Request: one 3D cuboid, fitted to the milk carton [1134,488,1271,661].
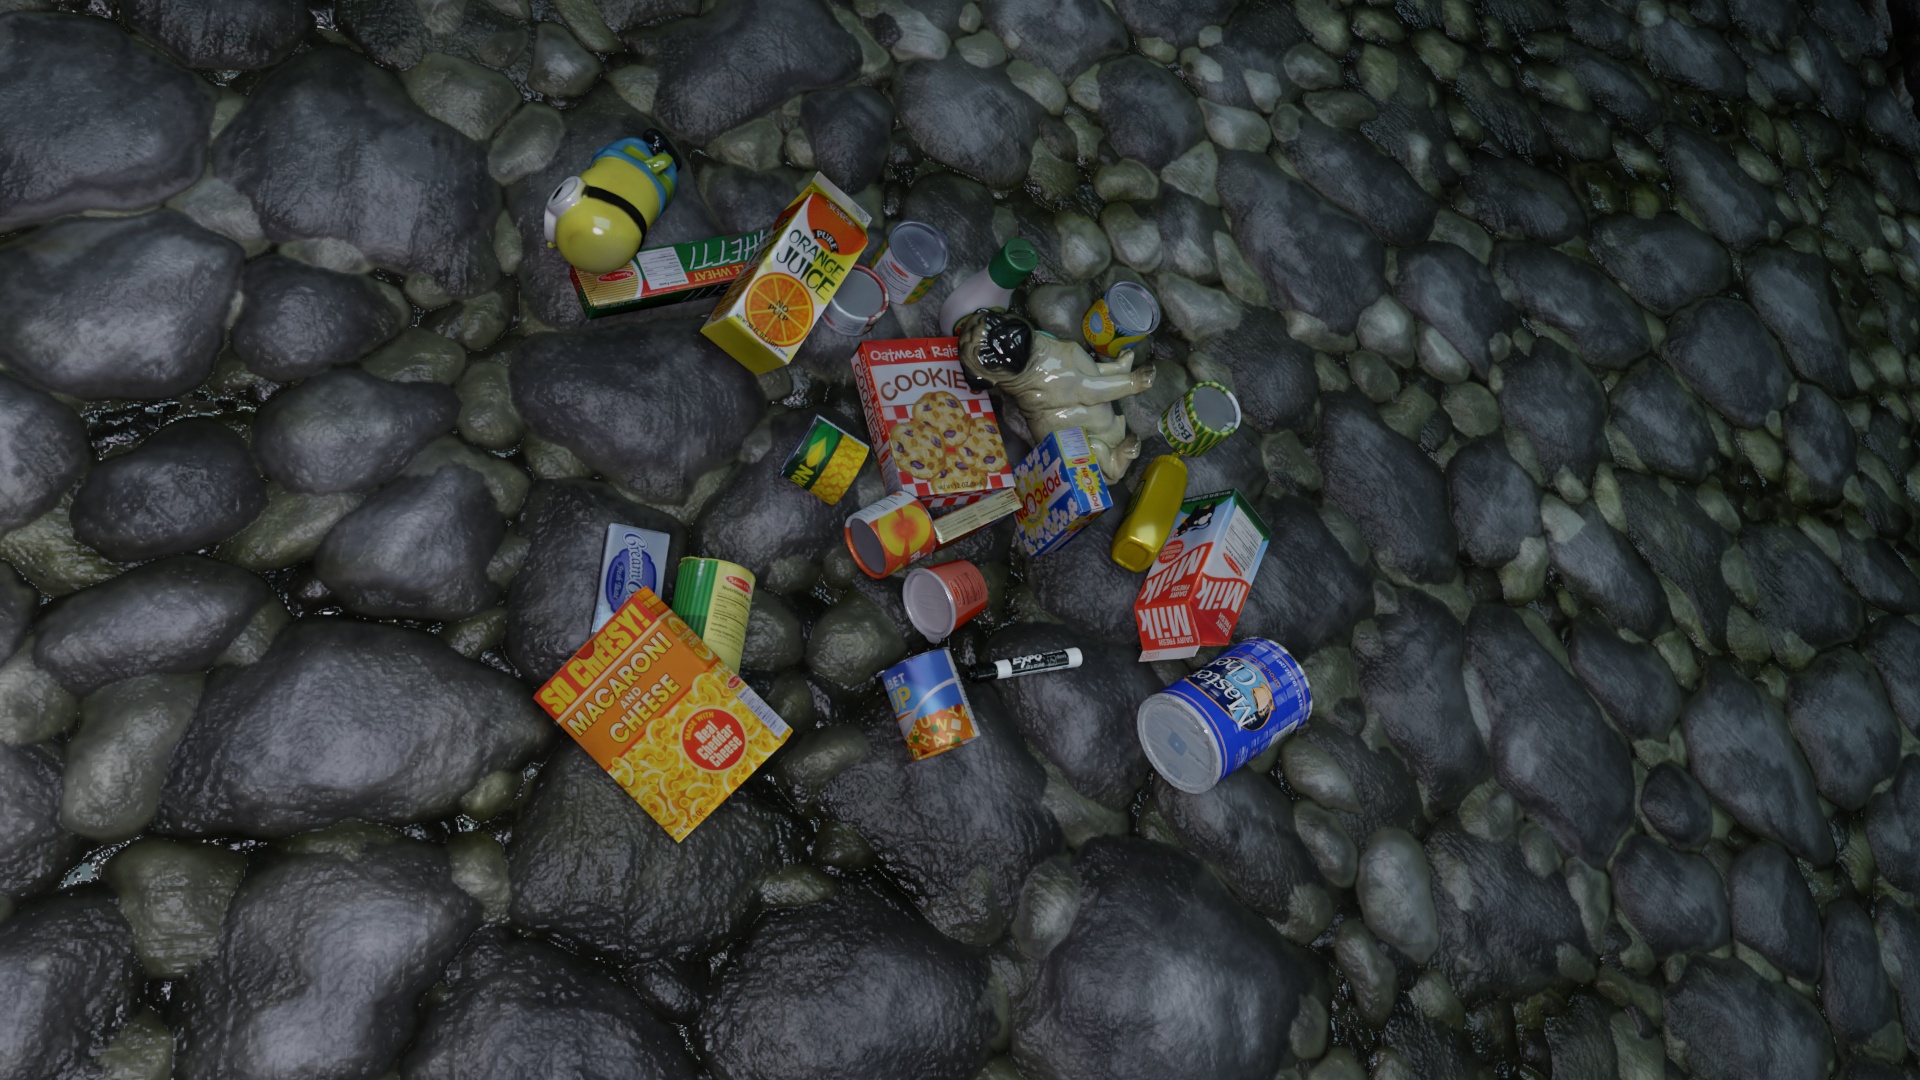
[{"bbox_3d":[0.238,0.044,1.393,0.073,0.072,0.191,47,53,-26],"label":"milk carton"}]

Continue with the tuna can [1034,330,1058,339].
[{"bbox_3d":[0.079,-0.184,1.448,0.071,0.032,0.071,10,65,-23],"label":"tuna can"}]

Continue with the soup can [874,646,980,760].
[{"bbox_3d":[-0.029,0.146,1.232,0.071,0.071,0.084,-13,76,-30],"label":"soup can"}]

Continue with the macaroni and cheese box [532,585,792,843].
[{"bbox_3d":[-0.237,0.138,1.106,0.123,0.040,0.166,-44,92,10],"label":"macaroni and cheese box"}]

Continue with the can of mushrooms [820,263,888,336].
[{"bbox_3d":[-0.106,-0.241,1.381,0.071,0.033,0.071,10,65,-22],"label":"can of mushrooms"}]

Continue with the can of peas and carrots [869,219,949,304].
[{"bbox_3d":[-0.051,-0.283,1.411,0.071,0.058,0.071,11,64,-23],"label":"can of peas and carrots"}]

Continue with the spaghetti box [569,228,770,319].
[{"bbox_3d":[-0.243,-0.259,1.323,0.251,0.028,0.050,-17,77,-31],"label":"spaghetti box"}]

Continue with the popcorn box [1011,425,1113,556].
[{"bbox_3d":[0.091,-0.046,1.338,0.038,0.126,0.085,-11,74,-25],"label":"popcorn box"}]

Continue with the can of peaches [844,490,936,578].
[{"bbox_3d":[-0.064,-0.003,1.279,0.058,0.071,0.071,-27,83,-32],"label":"can of peaches"}]

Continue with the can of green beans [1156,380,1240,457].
[{"bbox_3d":[0.259,-0.131,1.499,0.071,0.057,0.071,10,65,-22],"label":"can of green beans"}]

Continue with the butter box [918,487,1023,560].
[{"bbox_3d":[0.005,-0.017,1.327,0.104,0.053,0.024,-25,84,-31],"label":"butter box"}]

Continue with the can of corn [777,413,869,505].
[{"bbox_3d":[-0.126,-0.072,1.279,0.058,0.071,0.071,32,59,-11],"label":"can of corn"}]

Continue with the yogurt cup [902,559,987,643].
[{"bbox_3d":[-0.012,0.051,1.284,0.054,0.072,0.072,-22,80,-40],"label":"yogurt cup"}]

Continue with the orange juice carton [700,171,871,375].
[{"bbox_3d":[-0.156,-0.255,1.308,0.071,0.073,0.193,39,69,-24],"label":"orange juice carton"}]

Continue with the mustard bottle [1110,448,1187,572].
[{"bbox_3d":[0.201,-0.041,1.430,0.049,0.065,0.161,29,53,-2],"label":"mustard bottle"}]

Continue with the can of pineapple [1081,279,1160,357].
[{"bbox_3d":[0.171,-0.239,1.502,0.071,0.057,0.071,10,64,-22],"label":"can of pineapple"}]

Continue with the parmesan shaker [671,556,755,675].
[{"bbox_3d":[-0.216,0.074,1.169,0.071,0.071,0.103,16,63,-19],"label":"parmesan shaker"}]

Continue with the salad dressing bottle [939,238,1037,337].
[{"bbox_3d":[0.028,-0.247,1.381,0.064,0.147,0.044,-8,73,-28],"label":"salad dressing bottle"}]

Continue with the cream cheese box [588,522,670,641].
[{"bbox_3d":[-0.281,0.039,1.178,0.053,0.024,0.104,13,64,-22],"label":"cream cheese box"}]

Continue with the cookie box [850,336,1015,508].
[{"bbox_3d":[-0.027,-0.117,1.362,0.123,0.040,0.168,-7,72,-29],"label":"cookie box"}]
